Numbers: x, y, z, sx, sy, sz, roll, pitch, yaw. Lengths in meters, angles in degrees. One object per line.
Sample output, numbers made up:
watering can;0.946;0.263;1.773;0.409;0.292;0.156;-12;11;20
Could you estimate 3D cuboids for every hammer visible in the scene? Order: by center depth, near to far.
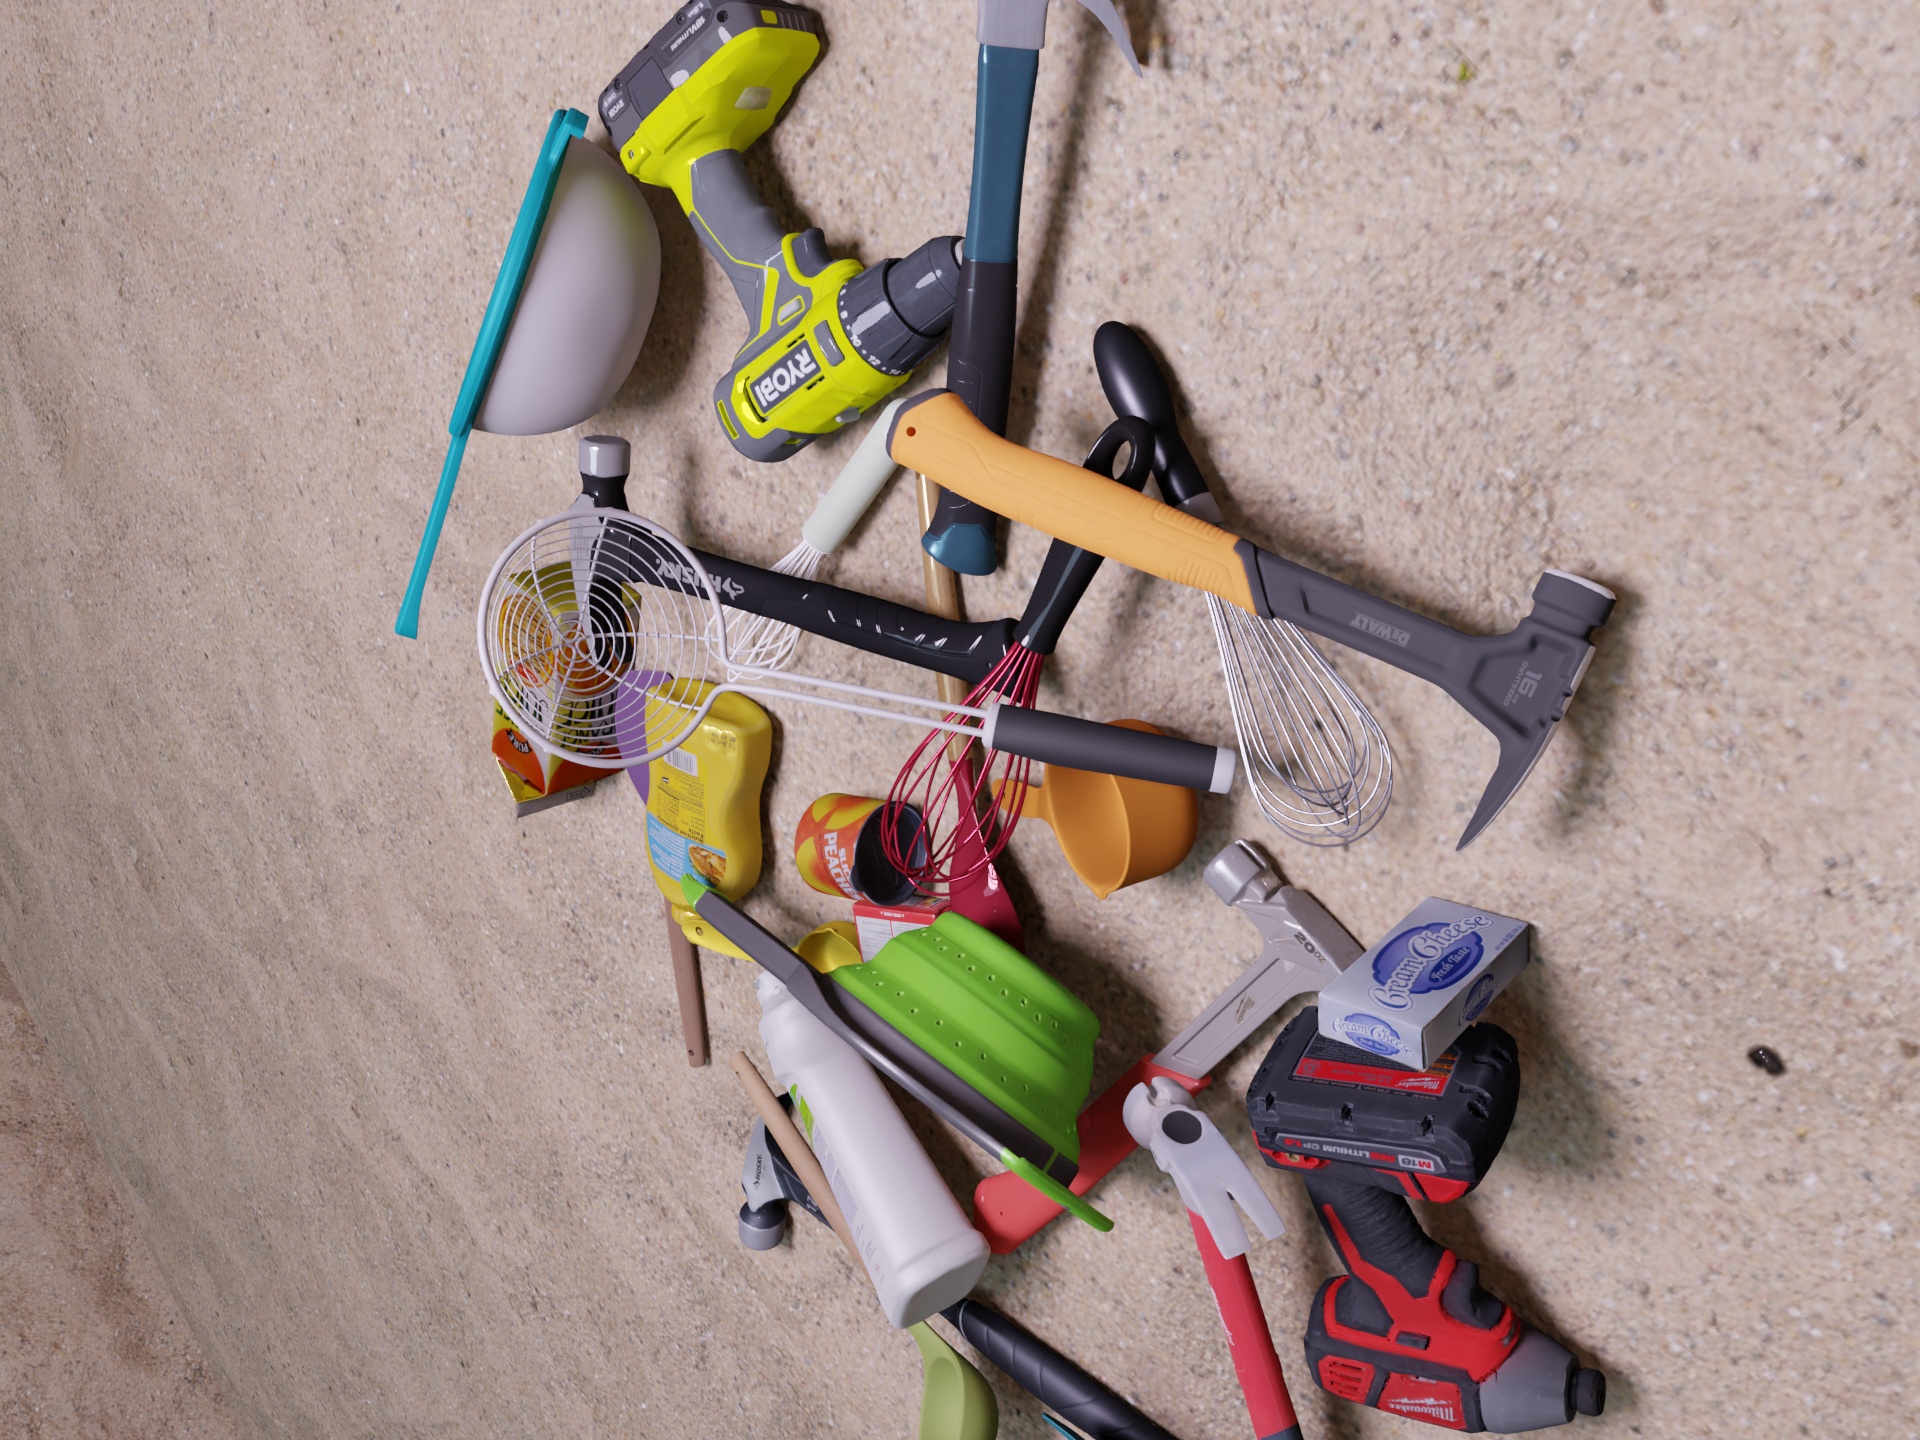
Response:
hammer;0.109;-0.066;0.728;0.337;0.034;0.127;26;100;18
hammer;0.012;-0.222;0.807;0.033;0.128;0.330;-94;8;-55
hammer;0.173;0.383;0.844;0.143;0.038;0.386;-134;24;-71
hammer;0.110;0.226;0.912;0.149;0.036;0.359;51;132;18
hammer;-0.102;-0.067;0.949;0.335;0.035;0.146;18;113;27
hammer;-0.005;0.394;1.083;0.409;0.036;0.149;25;120;34

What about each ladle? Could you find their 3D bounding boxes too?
ladle;-0.001;-0.003;0.939;0.069;0.031;0.315;11;111;60
ladle;-0.078;0.362;1.078;0.320;0.062;0.078;52;138;20

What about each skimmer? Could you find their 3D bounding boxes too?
skimmer;-0.045;-0.015;0.767;0.363;0.090;0.127;11;77;5

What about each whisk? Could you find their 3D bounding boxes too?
whisk;0.128;-0.070;0.776;0.070;0.070;0.285;-34;77;45
whisk;0.029;-0.025;0.825;0.073;0.073;0.295;40;121;26
whisk;-0.090;-0.107;0.976;0.057;0.059;0.246;26;130;-19

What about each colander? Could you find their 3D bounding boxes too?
colander;-0.040;0.147;0.944;0.397;0.094;0.204;27;166;47

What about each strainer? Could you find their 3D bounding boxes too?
strainer;-0.265;-0.203;1.004;0.340;0.095;0.211;-71;21;6

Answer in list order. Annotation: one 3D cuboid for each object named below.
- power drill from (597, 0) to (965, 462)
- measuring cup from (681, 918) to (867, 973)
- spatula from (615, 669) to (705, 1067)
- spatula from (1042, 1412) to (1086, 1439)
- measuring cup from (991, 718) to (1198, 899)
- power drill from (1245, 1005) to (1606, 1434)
power drill;-0.094;-0.282;0.892;0.190;0.080;0.228;-26;89;39
measuring cup;-0.122;0.154;1.089;0.156;0.029;0.062;10;113;28
spatula;-0.218;0.115;1.191;0.060;0.018;0.315;2;107;26
spatula;0.060;0.522;1.030;0.082;0.044;0.317;33;136;17
measuring cup;0.071;0.041;0.880;0.174;0.052;0.095;-174;72;-68
power drill;0.224;0.250;0.763;0.143;0.078;0.219;0;119;36
